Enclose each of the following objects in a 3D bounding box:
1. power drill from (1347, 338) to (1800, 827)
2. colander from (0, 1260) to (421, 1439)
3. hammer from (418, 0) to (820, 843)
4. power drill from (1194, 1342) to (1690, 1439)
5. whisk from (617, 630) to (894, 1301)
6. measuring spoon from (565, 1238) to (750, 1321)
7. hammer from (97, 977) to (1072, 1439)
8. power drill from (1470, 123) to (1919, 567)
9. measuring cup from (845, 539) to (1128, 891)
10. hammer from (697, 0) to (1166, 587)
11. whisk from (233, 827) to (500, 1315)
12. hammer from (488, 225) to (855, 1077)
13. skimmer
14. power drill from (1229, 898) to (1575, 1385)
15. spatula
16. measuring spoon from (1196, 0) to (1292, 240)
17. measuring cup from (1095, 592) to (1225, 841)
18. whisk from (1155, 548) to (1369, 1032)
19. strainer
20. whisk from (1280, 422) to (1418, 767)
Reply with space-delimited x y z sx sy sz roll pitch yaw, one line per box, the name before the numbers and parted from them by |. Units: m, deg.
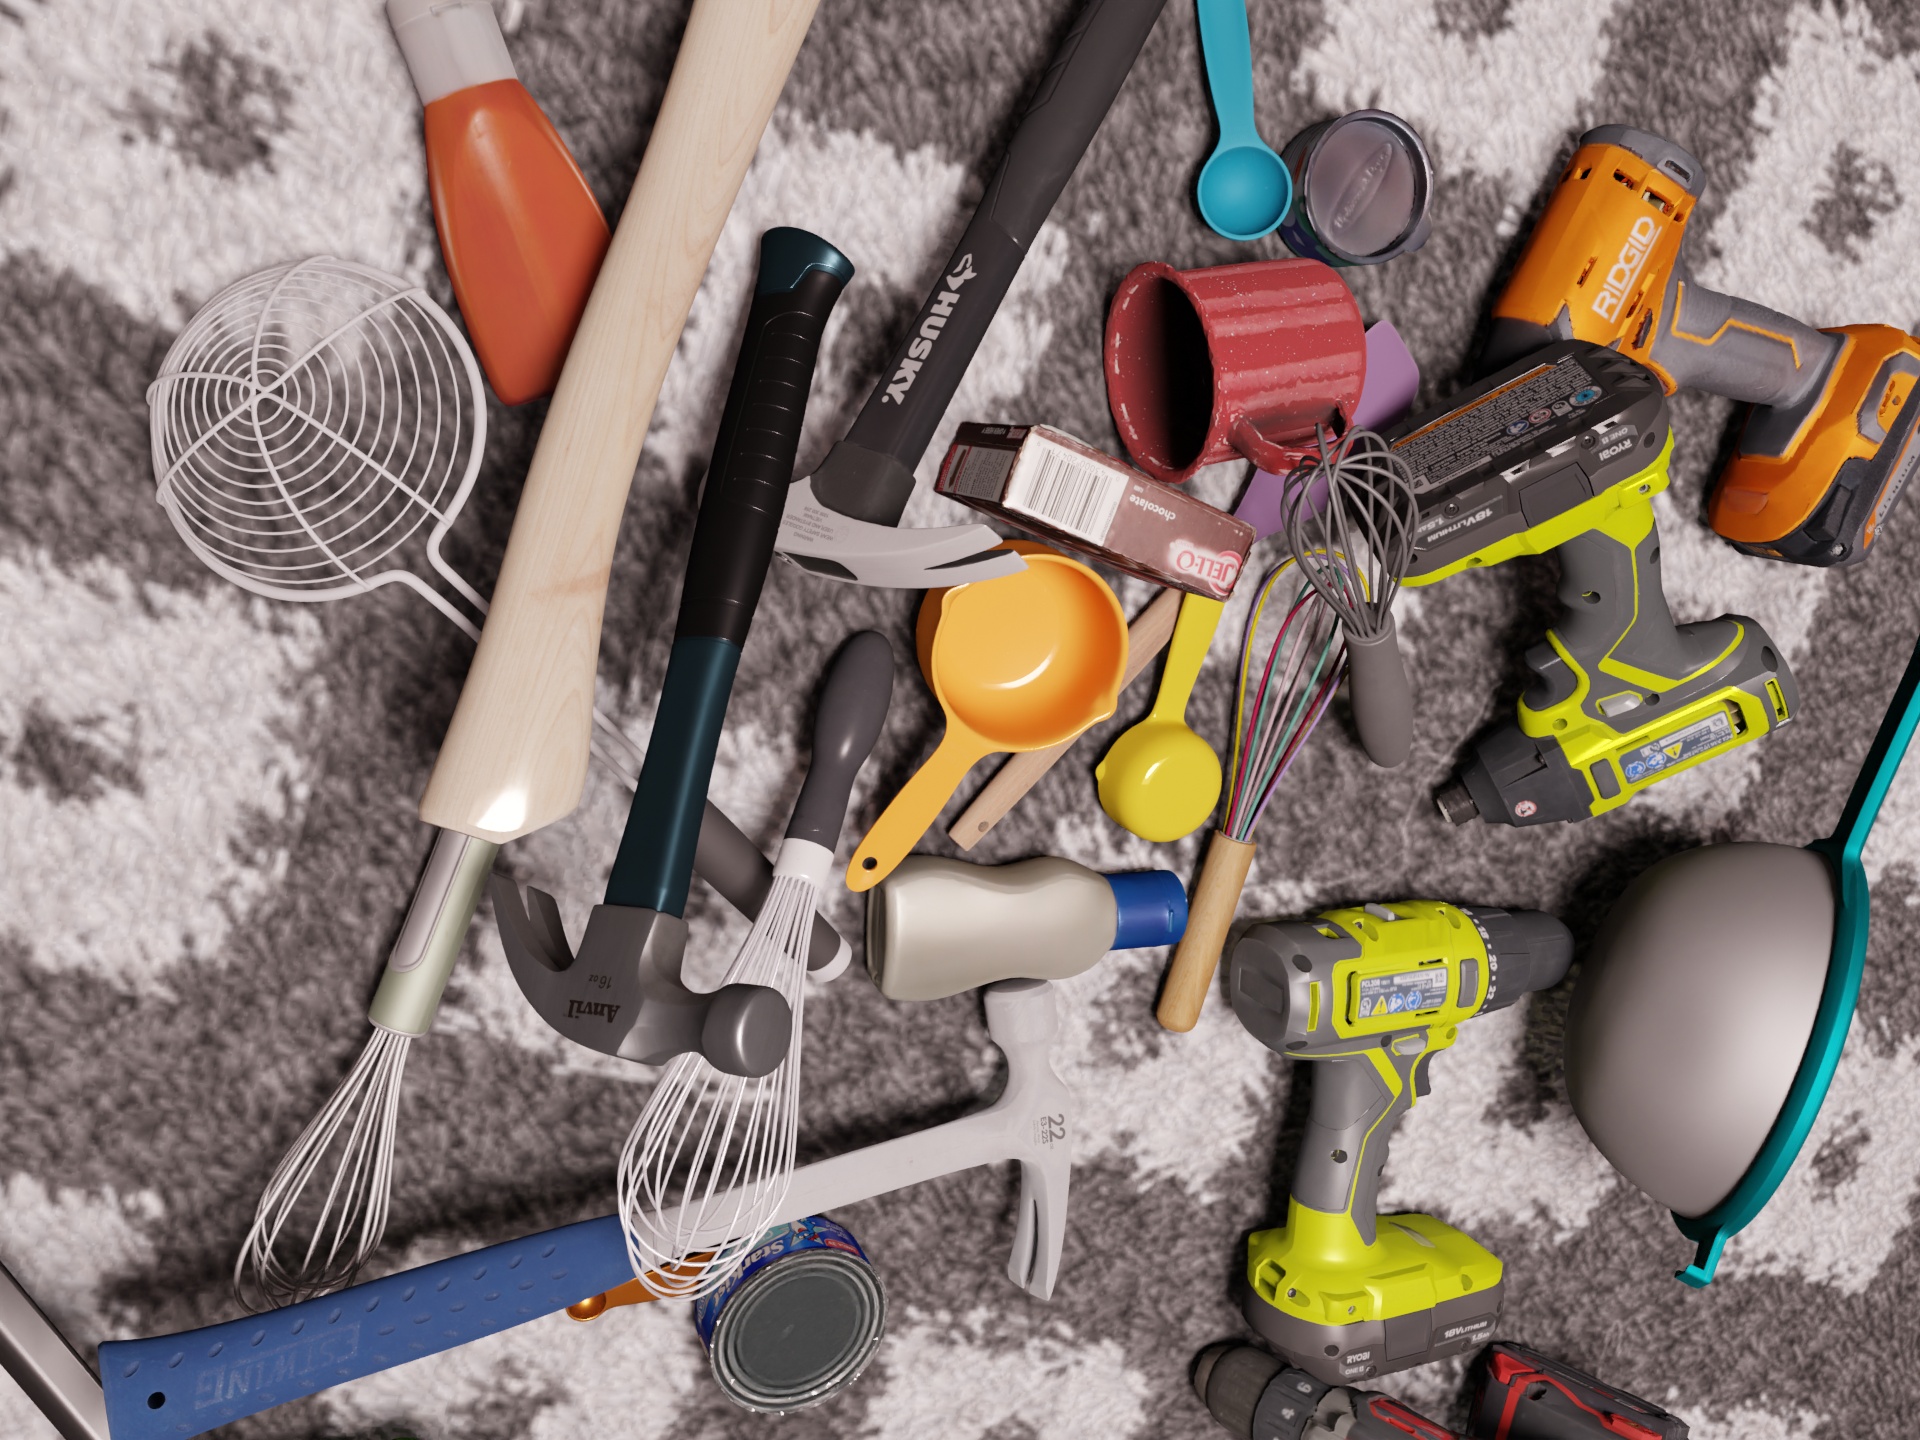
power drill | 0.278 -0.048 0.746 0.171 0.080 0.223 -27 123 15
colander | -0.278 0.303 0.645 0.397 0.204 0.094 54 47 -6
hammer | -0.122 -0.159 0.574 0.146 0.038 0.411 20 80 -22
power drill | 0.250 0.374 0.823 0.226 0.188 0.080 18 85 -40
whisk | -0.072 0.089 0.644 0.070 0.070 0.285 26 67 -22
measuring spoon | -0.124 0.254 0.735 0.117 0.011 0.021 -9 110 -21
hammer | -0.123 0.218 0.655 0.405 0.035 0.144 -9 93 -30
power drill | 0.354 -0.159 0.774 0.226 0.084 0.164 26 95 -19
measuring cup | -0.001 -0.002 0.701 0.095 0.052 0.173 34 99 -23
hammer | 0.025 -0.204 0.636 0.035 0.146 0.335 37 79 -53
whisk | -0.234 0.131 0.650 0.059 0.058 0.246 22 90 -57
hammer | -0.090 -0.040 0.590 0.033 0.128 0.331 37 58 -54
skimmer | -0.165 -0.021 0.648 0.127 0.090 0.363 -40 122 0
power drill | 0.227 0.202 0.810 0.190 0.080 0.228 -3 101 -24
spatula | 0.106 -0.058 0.741 0.316 0.018 0.059 -47 125 -5
measuring spoon | 0.118 -0.275 0.701 0.042 0.021 0.128 -8 96 -1
measuring cup | 0.108 -0.015 0.730 0.062 0.029 0.156 5 111 -28
whisk | 0.143 0.037 0.763 0.047 0.051 0.245 12 101 -27
strainer | 0.376 0.086 0.779 0.095 0.211 0.340 19 110 14
whisk | 0.175 -0.043 0.689 0.055 0.055 0.238 -40 144 -7
